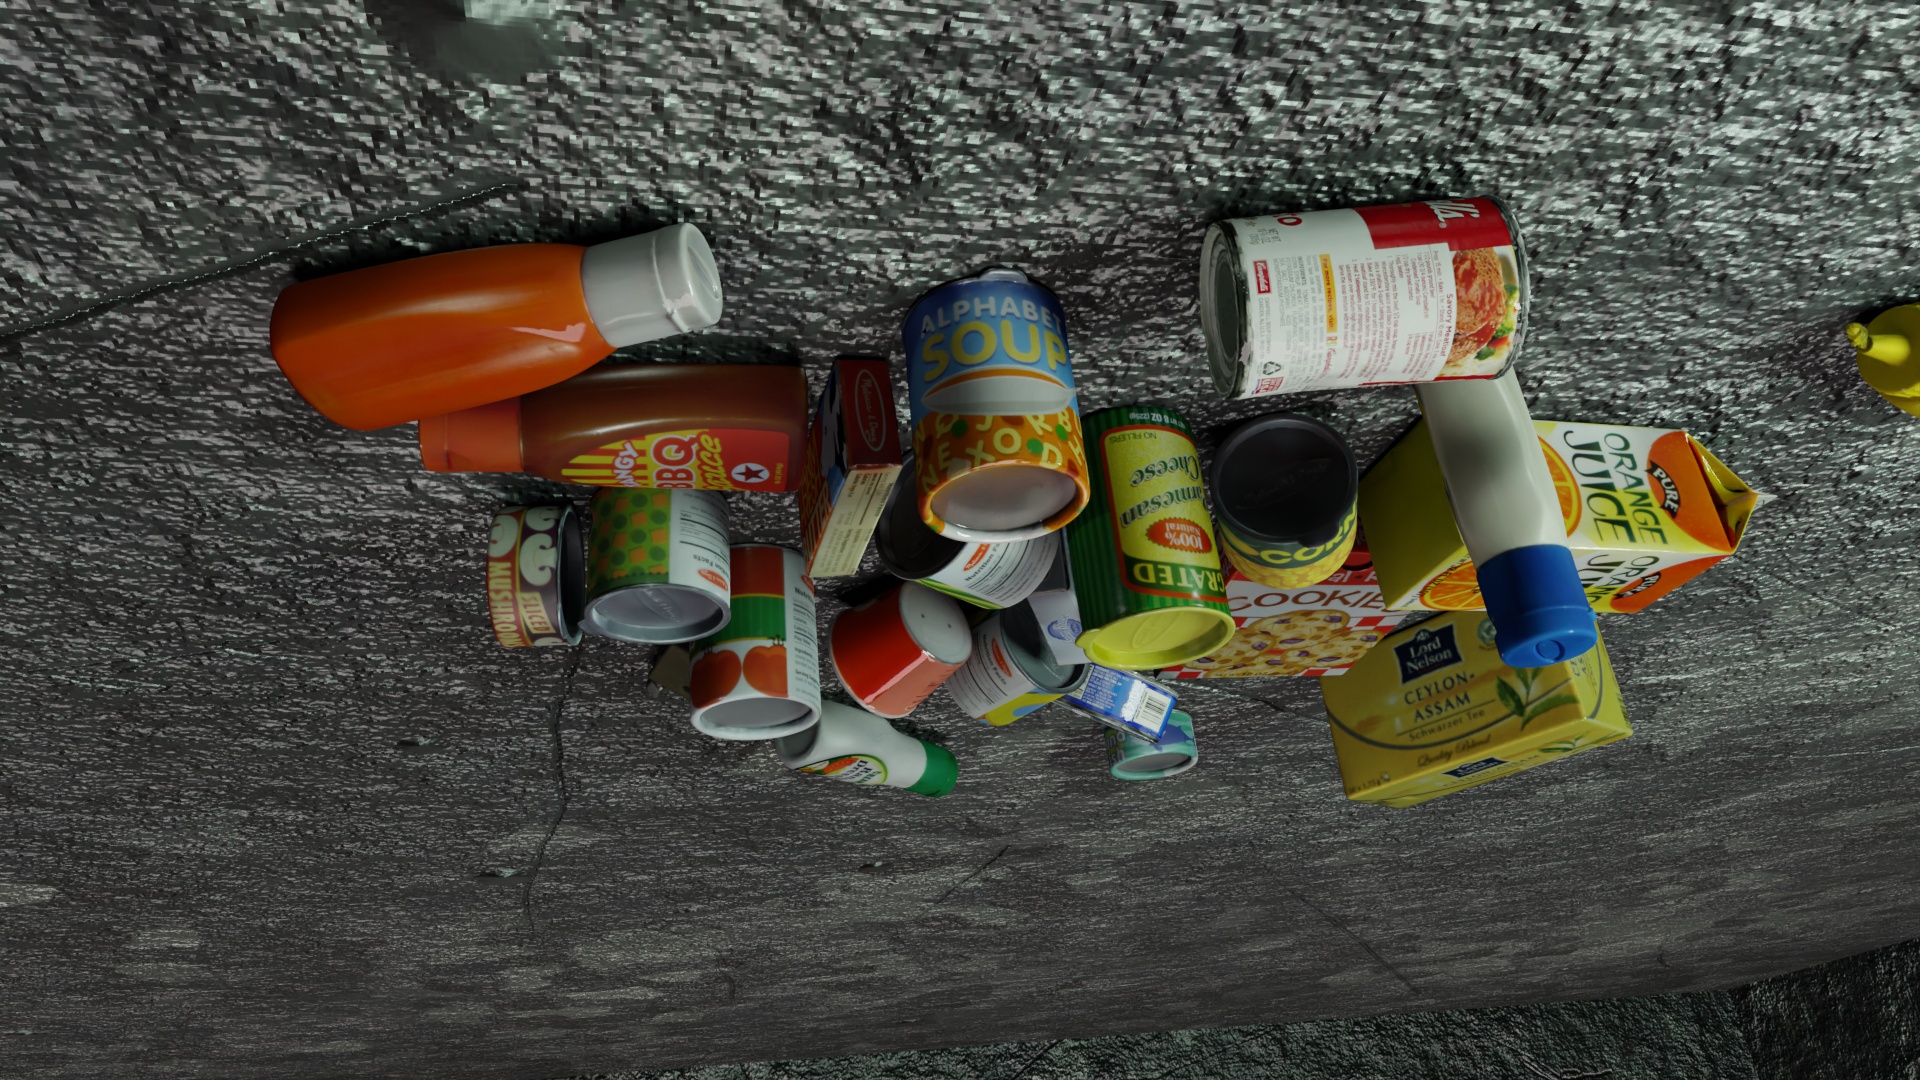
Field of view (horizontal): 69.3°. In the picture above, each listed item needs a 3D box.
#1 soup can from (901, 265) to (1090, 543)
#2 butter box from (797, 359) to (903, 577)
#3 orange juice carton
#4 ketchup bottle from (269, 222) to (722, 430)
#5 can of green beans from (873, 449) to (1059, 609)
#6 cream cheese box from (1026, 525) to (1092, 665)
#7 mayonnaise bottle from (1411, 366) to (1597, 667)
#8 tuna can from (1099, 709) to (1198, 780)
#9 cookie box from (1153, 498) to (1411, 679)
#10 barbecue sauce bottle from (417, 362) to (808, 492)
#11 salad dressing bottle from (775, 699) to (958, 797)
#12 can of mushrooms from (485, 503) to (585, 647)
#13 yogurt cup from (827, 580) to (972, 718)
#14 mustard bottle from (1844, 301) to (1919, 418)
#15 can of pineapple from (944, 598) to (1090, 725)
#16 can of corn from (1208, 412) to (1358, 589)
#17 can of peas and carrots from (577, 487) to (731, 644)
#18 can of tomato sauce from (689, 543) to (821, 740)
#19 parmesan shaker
[{"bbox_3d":[0.013,-0.051,0.537,0.071,0.084,0.071,-5,152,-2],"label":"soup can"},{"bbox_3d":[-0.050,-0.029,0.602,0.024,0.053,0.103,0,153,-17],"label":"butter box"},{"bbox_3d":[0.304,-0.010,0.691,0.193,0.073,0.071,2,152,-16],"label":"orange juice carton"},{"bbox_3d":[-0.160,-0.078,0.492,0.149,0.044,0.064,-11,153,9],"label":"ketchup bottle"},{"bbox_3d":[0.003,-0.007,0.641,0.071,0.071,0.058,-26,147,33],"label":"can of green beans"},{"bbox_3d":[0.051,0.023,0.723,0.024,0.053,0.103,-9,153,10],"label":"cream cheese box"},{"bbox_3d":[0.217,-0.023,0.564,0.041,0.148,0.064,-20,150,24],"label":"mayonnaise bottle"},{"bbox_3d":[0.136,0.149,1.008,0.071,0.033,0.070,-5,153,-3],"label":"tuna can"},{"bbox_3d":[0.188,0.030,0.780,0.123,0.040,0.166,0,153,-11],"label":"cookie box"},{"bbox_3d":[-0.137,-0.046,0.560,0.149,0.044,0.064,0,153,-11],"label":"barbecue sauce bottle"},{"bbox_3d":[-0.060,0.145,0.948,0.064,0.044,0.147,-23,149,32],"label":"salad dressing bottle"},{"bbox_3d":[-0.195,0.018,0.641,0.033,0.071,0.070,-1,152,-6],"label":"can of mushrooms"},{"bbox_3d":[-0.031,0.056,0.761,0.072,0.073,0.053,21,134,-42],"label":"yogurt cup"},{"bbox_3d":[0.449,-0.078,0.617,0.160,0.049,0.065,4,149,-20],"label":"mustard bottle"},{"bbox_3d":[0.032,0.065,0.788,0.071,0.071,0.057,15,146,-36],"label":"can of pineapple"},{"bbox_3d":[0.154,-0.015,0.651,0.071,0.071,0.058,-12,153,10],"label":"can of corn"},{"bbox_3d":[-0.143,0.010,0.650,0.071,0.059,0.070,-4,153,-2],"label":"can of peas and carrots"},{"bbox_3d":[-0.108,0.054,0.715,0.071,0.083,0.071,-5,152,-3],"label":"can of tomato sauce"},{"bbox_3d":[0.079,-0.002,0.626,0.071,0.103,0.071,-5,153,-3],"label":"parmesan shaker"}]
